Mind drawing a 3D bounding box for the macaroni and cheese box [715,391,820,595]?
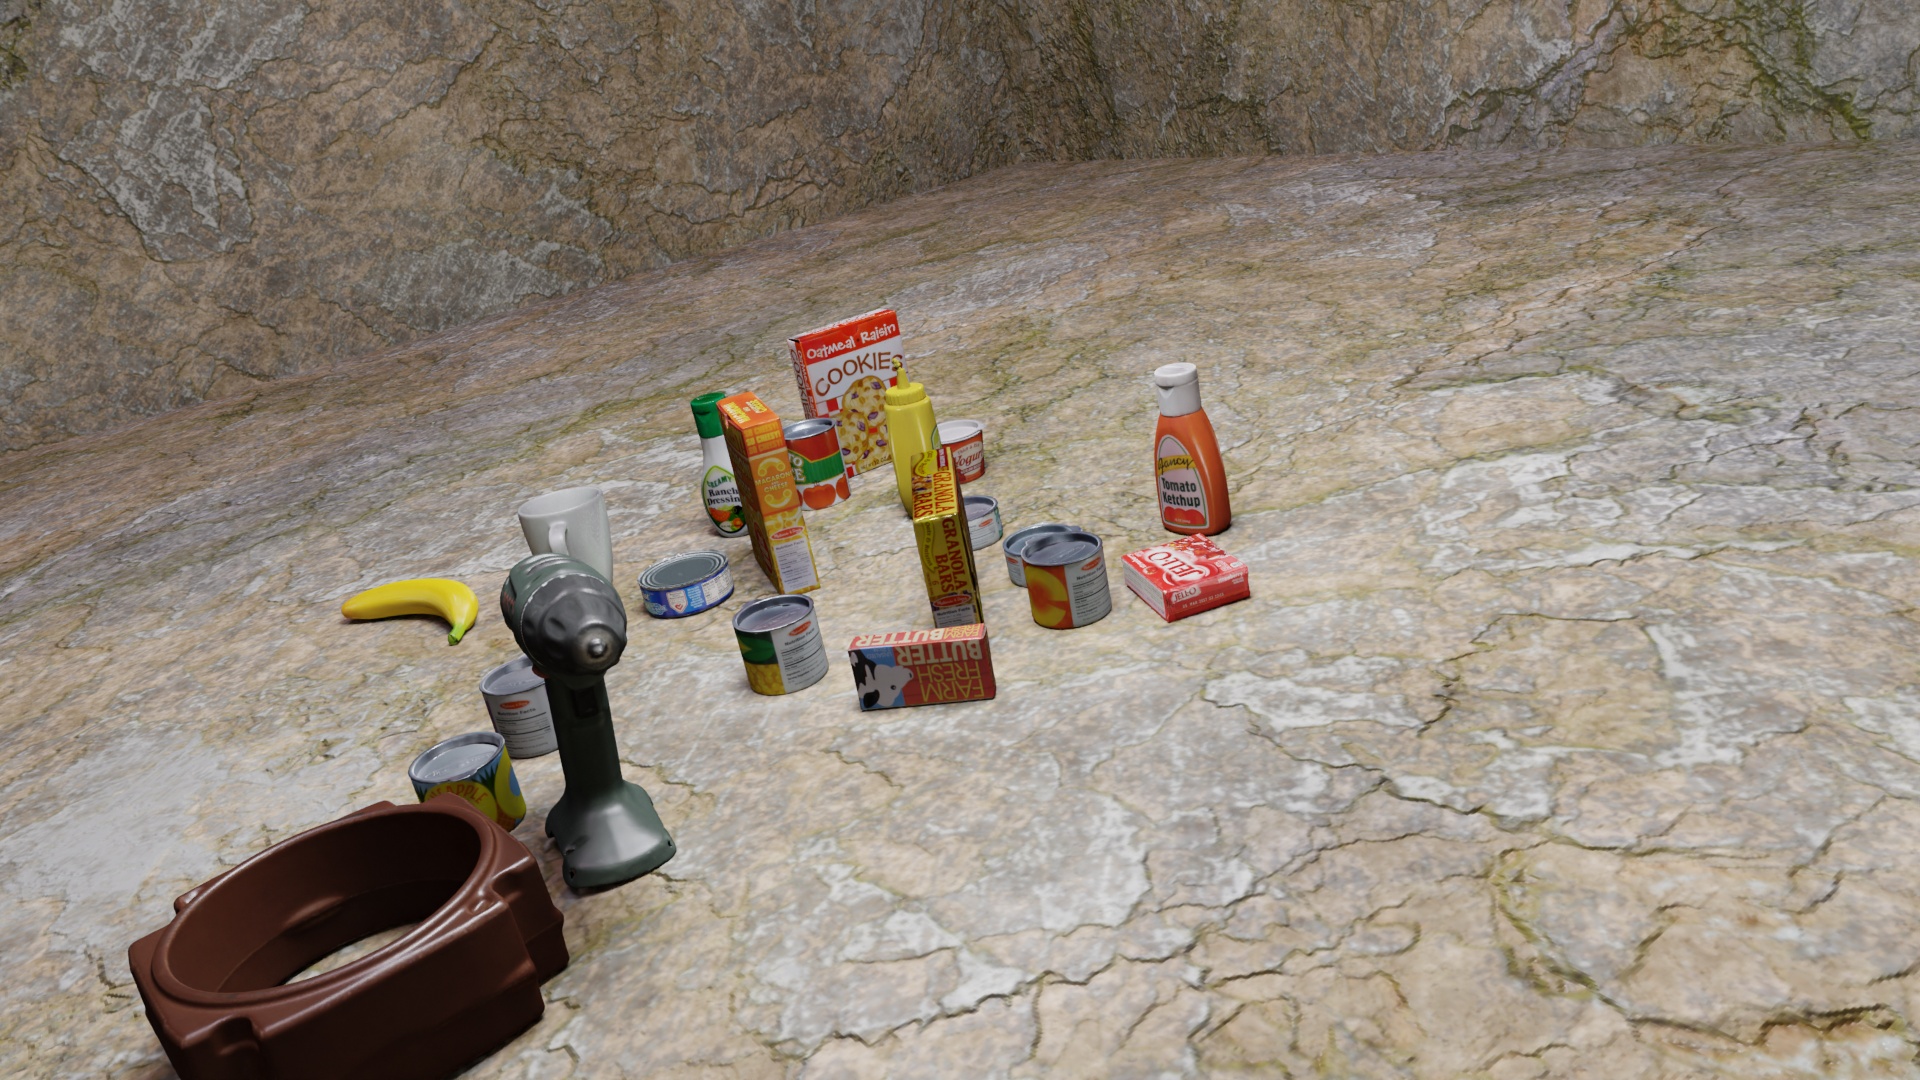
[{"bbox_3d":[-0.181,-0.044,1.293,0.040,0.165,0.124,-18,22,-15],"label":"macaroni and cheese box"}]

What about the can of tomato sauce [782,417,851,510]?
[{"bbox_3d":[-0.159,-0.081,1.490,0.071,0.082,0.071,-10,21,4],"label":"can of tomato sauce"}]

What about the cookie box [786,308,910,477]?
[{"bbox_3d":[-0.115,-0.163,1.557,0.123,0.166,0.040,-23,24,-27],"label":"cookie box"}]

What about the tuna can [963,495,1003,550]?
[{"bbox_3d":[0.005,-0.016,1.313,0.071,0.032,0.071,-10,21,4],"label":"tuna can"}]

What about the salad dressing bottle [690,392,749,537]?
[{"bbox_3d":[-0.244,-0.078,1.437,0.064,0.147,0.044,-4,22,18],"label":"salad dressing bottle"}]

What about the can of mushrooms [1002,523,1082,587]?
[{"bbox_3d":[0.074,0.012,1.205,0.071,0.033,0.071,-10,21,4],"label":"can of mushrooms"}]

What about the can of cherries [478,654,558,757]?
[{"bbox_3d":[-0.334,0.128,1.089,0.071,0.058,0.072,-10,21,4],"label":"can of cherries"}]

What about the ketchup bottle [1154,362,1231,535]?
[{"bbox_3d":[0.198,-0.080,1.215,0.065,0.148,0.044,10,30,44],"label":"ketchup bottle"}]

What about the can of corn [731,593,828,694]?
[{"bbox_3d":[-0.144,0.082,1.107,0.071,0.058,0.071,-10,21,4],"label":"can of corn"}]

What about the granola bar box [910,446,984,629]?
[{"bbox_3d":[-0.010,0.008,1.134,0.039,0.123,0.166,-11,21,2],"label":"granola bar box"}]

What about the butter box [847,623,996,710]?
[{"bbox_3d":[-0.027,0.094,1.026,0.103,0.053,0.024,-7,22,12],"label":"butter box"}]

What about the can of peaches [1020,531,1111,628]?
[{"bbox_3d":[0.084,0.031,1.119,0.071,0.057,0.071,-10,21,4],"label":"can of peaches"}]

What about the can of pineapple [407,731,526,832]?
[{"bbox_3d":[-0.345,0.176,0.975,0.071,0.057,0.071,-10,21,4],"label":"can of pineapple"}]

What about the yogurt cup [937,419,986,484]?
[{"bbox_3d":[-0.005,-0.093,1.481,0.072,0.053,0.072,-10,21,4],"label":"yogurt cup"}]

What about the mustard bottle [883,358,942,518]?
[{"bbox_3d":[-0.046,-0.104,1.384,0.049,0.159,0.065,-7,21,11],"label":"mustard bottle"}]
